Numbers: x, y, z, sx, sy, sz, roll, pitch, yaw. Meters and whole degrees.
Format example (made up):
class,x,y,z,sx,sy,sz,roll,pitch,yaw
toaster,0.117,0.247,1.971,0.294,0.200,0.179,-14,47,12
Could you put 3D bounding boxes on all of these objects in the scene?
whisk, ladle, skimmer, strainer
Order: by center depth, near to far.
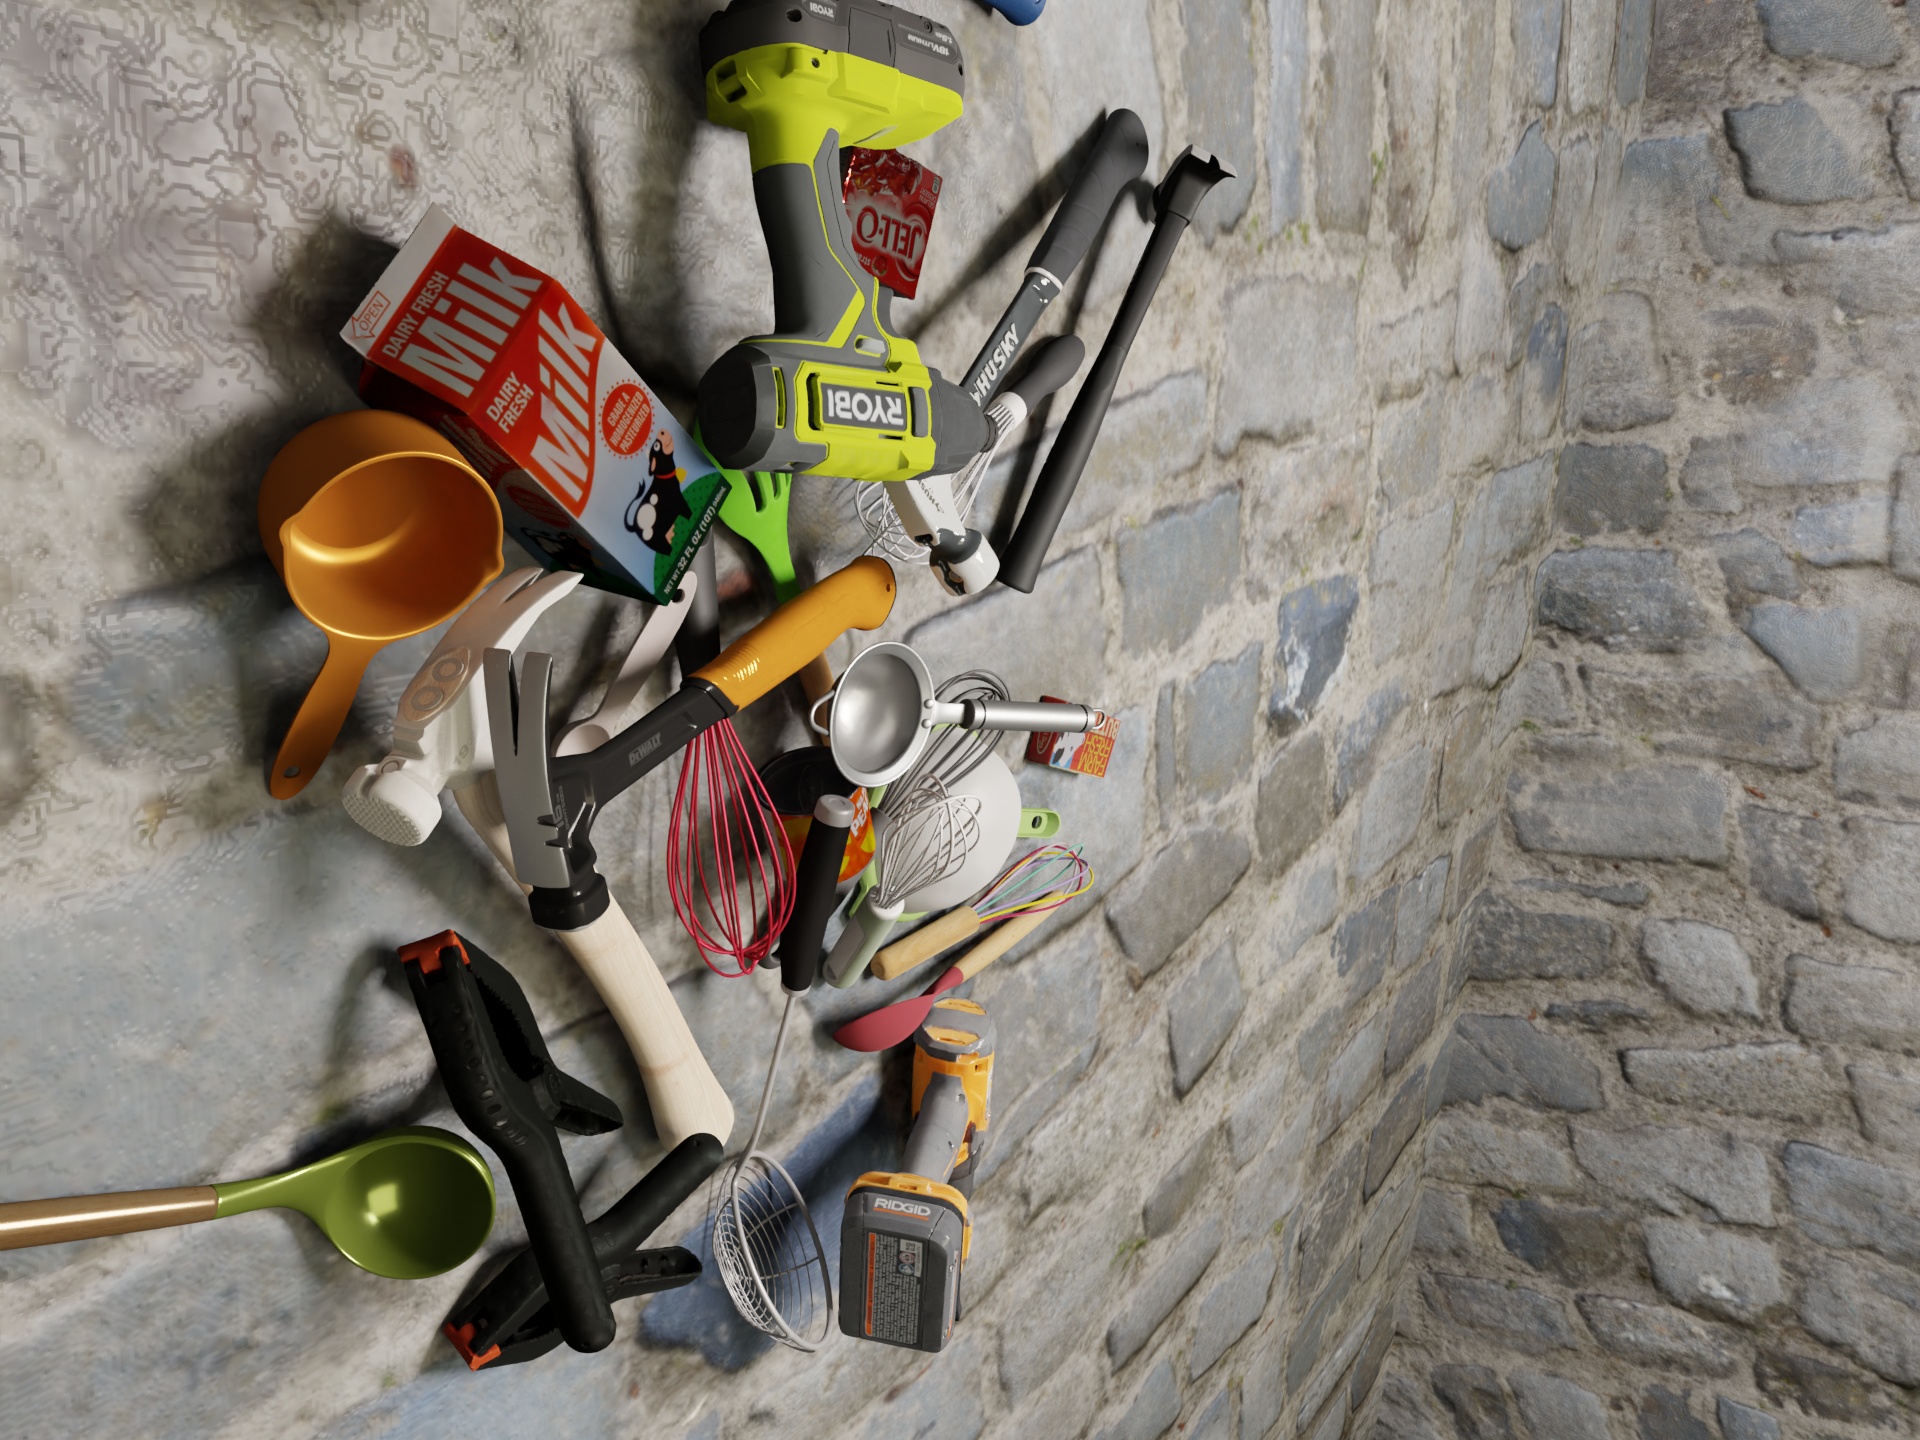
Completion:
class,x,y,z,sx,sy,sz,roll,pitch,yaw
ladle,-0.325,0.207,0.647,0.320,0.062,0.078,16,109,-57
whisk,-0.136,0.006,0.865,0.073,0.073,0.295,-29,120,-50
skimmer,-0.084,0.216,0.962,0.127,0.090,0.363,-94,-163,-69
whisk,-0.044,0.107,0.968,0.059,0.058,0.246,-15,154,-30
strainer,-0.002,-0.003,0.969,0.258,0.050,0.087,2,99,-42
whisk,-0.050,0.062,1.009,0.239,0.055,0.055,-50,144,-13
whisk,0.015,-0.184,1.028,0.285,0.070,0.070,-51,142,-43
strainer,0.026,0.079,1.143,0.256,0.069,0.151,8,96,-58
whisk,0.023,0.142,1.187,0.245,0.047,0.051,-22,163,-48
ladle,0.007,0.181,1.189,0.031,0.069,0.315,59,32,4

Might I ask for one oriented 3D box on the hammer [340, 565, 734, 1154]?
class,x,y,z,sx,sy,sz,roll,pitch,yaw
hammer,-0.180,0.106,0.821,0.410,0.038,0.146,76,31,-49

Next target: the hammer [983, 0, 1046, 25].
class,x,y,z,sx,sy,sz,roll,pitch,yaw
hammer,-0.061,-0.413,0.787,0.405,0.035,0.144,-20,97,-59

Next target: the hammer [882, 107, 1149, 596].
class,x,y,z,sx,sy,sz,roll,pitch,yaw
hammer,0.041,-0.267,0.991,0.149,0.036,0.409,56,45,-34

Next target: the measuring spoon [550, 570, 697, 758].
class,x,y,z,sx,sy,sz,roll,pitch,yaw
measuring spoon,-0.172,-0.025,0.810,0.124,0.018,0.034,-59,144,-6

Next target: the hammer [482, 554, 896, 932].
class,x,y,z,sx,sy,sz,roll,pitch,yaw
hammer,-0.116,-0.028,0.803,0.337,0.034,0.127,-44,134,-57

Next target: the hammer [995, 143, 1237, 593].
class,x,y,z,sx,sy,sz,roll,pitch,yaw
hammer,0.102,-0.244,1.110,0.146,0.035,0.335,-174,-72,-82

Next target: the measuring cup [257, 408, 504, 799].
class,x,y,z,sx,sy,sz,roll,pitch,yaw
measuring cup,-0.257,-0.048,0.657,0.095,0.052,0.173,7,122,-48

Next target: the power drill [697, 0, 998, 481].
class,x,y,z,sx,sy,sz,roll,pitch,yaw
power drill,-0.052,-0.232,0.792,0.171,0.080,0.223,-4,90,-44

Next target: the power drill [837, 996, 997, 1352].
class,x,y,z,sx,sy,sz,roll,pitch,yaw
power drill,-0.023,0.333,1.123,0.226,0.084,0.185,-68,164,-60

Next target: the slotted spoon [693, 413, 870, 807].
class,x,y,z,sx,sy,sz,roll,pitch,yaw
slotted spoon,-0.092,-0.054,0.936,0.070,0.031,0.313,-55,146,-36
